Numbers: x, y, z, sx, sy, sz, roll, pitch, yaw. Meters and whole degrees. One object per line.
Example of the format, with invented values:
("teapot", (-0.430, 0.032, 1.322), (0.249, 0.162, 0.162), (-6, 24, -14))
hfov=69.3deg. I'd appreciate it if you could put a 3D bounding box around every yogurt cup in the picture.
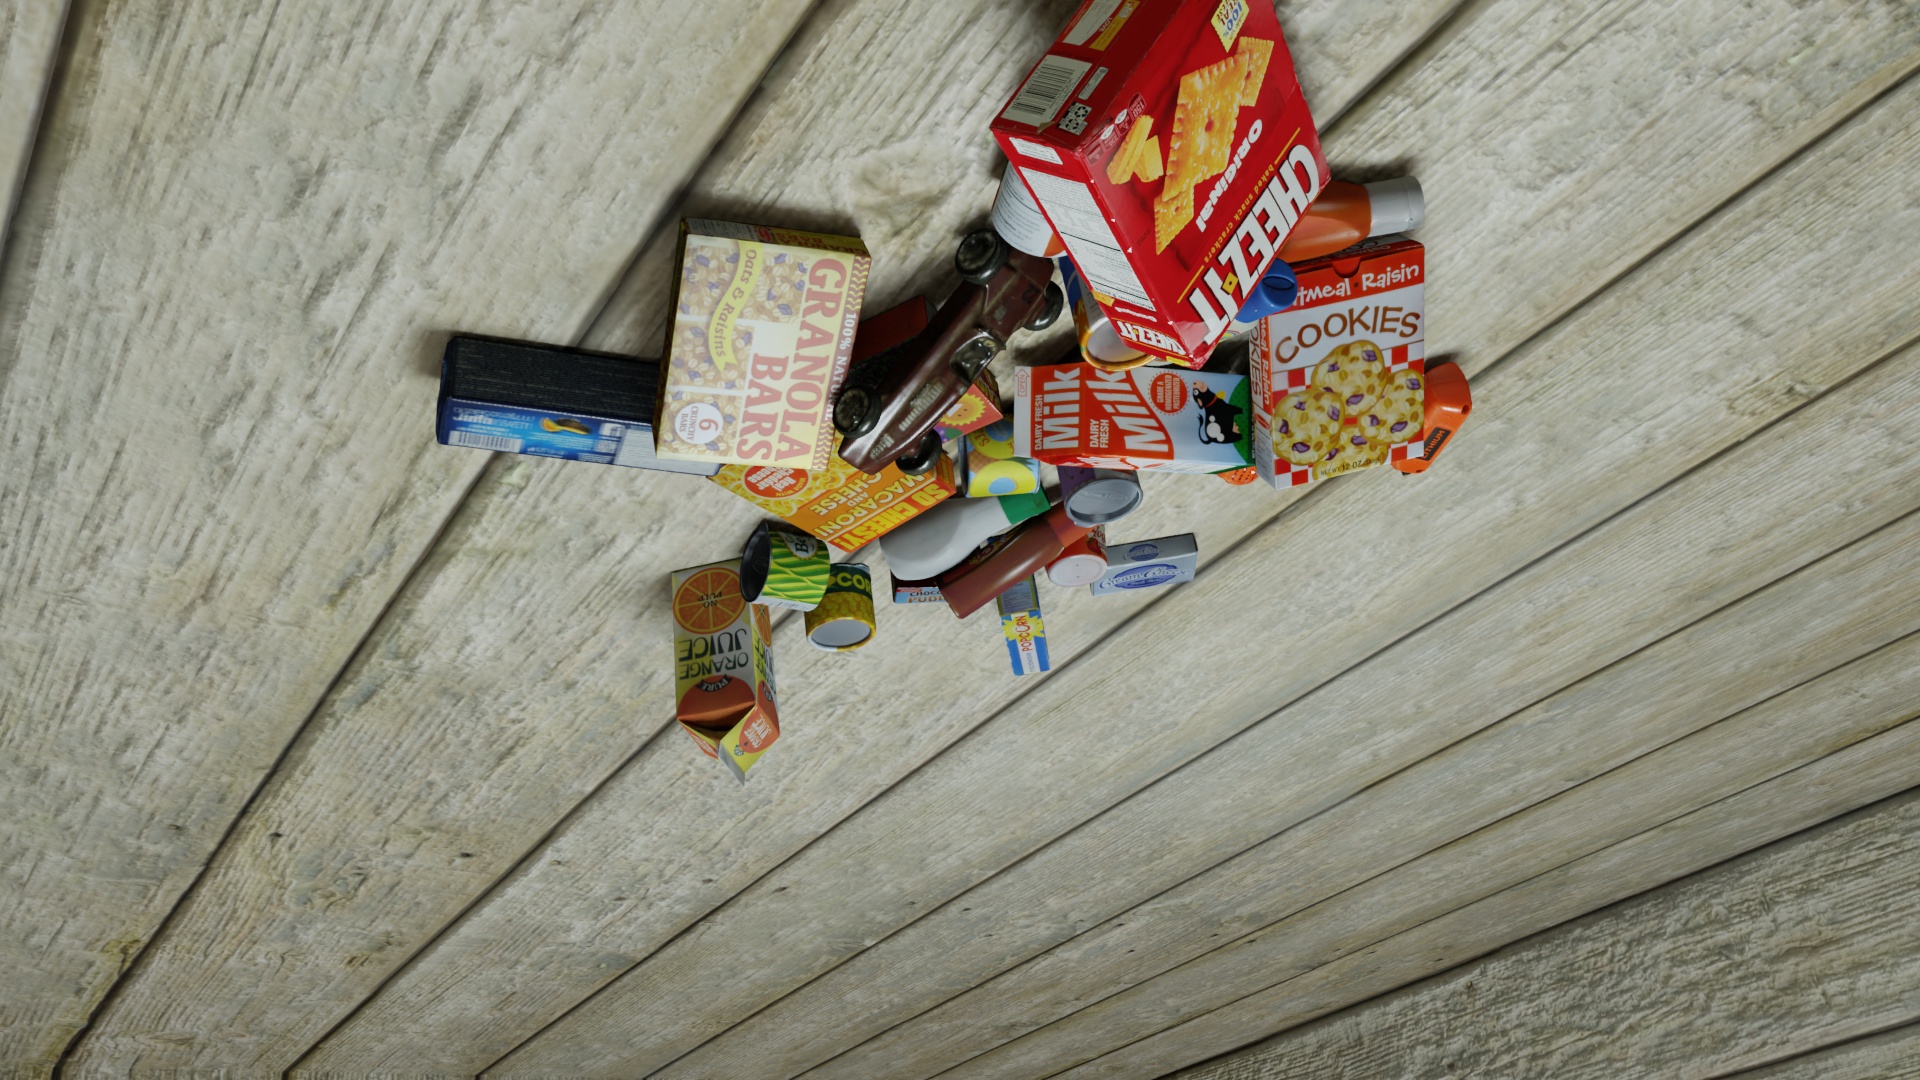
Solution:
("yogurt cup", (0.102, 0.006, 1.260), (0.072, 0.054, 0.072), (-6, 147, -4))

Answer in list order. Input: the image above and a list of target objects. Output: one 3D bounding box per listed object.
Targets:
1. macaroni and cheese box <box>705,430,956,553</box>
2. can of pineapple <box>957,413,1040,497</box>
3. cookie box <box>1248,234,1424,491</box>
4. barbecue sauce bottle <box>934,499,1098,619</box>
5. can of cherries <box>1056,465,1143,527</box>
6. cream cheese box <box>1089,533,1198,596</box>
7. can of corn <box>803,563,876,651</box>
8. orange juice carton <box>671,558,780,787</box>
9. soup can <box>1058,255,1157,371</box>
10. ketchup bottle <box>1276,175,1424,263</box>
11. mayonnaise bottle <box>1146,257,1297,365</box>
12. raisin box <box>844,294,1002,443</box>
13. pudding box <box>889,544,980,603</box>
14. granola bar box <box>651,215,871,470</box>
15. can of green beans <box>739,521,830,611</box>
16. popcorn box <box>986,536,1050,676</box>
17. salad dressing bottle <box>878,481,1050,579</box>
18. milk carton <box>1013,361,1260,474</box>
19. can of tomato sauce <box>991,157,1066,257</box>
("macaroni and cheese box", (-0.103, -0.060, 1.120), (0.123, 0.040, 0.166), (-29, 142, 27))
("can of pineapple", (0.030, -0.070, 1.114), (0.058, 0.071, 0.070), (-5, 147, -7))
("cookie box", (0.278, -0.130, 1.024), (0.123, 0.040, 0.166), (-13, 117, -8))
("barbecue sauce bottle", (0.050, 0.012, 1.212), (0.148, 0.043, 0.065), (-33, -173, 1))
("can of cherries", (0.113, -0.054, 1.167), (0.071, 0.058, 0.071), (-7, 148, -5))
("cream cheese box", (0.174, 0.024, 1.333), (0.104, 0.024, 0.053), (-9, 147, 0))
("can of corn", (-0.111, 0.062, 1.288), (0.071, 0.058, 0.070), (-7, 147, -4))
("orange juice carton", (-0.207, 0.118, 1.225), (0.073, 0.193, 0.071), (-12, 146, 3))
("soup can", (0.108, -0.168, 0.967), (0.071, 0.084, 0.071), (-7, 147, -4))
("ketchup bottle", (0.241, -0.220, 0.956), (0.149, 0.044, 0.064), (-9, 153, 0))
("mayonnaise bottle", (0.175, -0.161, 0.983), (0.065, 0.041, 0.147), (0, 172, -29))
("raisin box", (-0.034, -0.121, 1.045), (0.086, 0.040, 0.123), (-23, 143, 19))
("pudding box", (-0.021, 0.029, 1.268), (0.084, 0.050, 0.030), (-1, 148, -11))
("granola bar box", (-0.138, -0.131, 0.947), (0.124, 0.039, 0.164), (3, 122, -20))
("can of green beans", (-0.154, 0.026, 1.214), (0.058, 0.071, 0.071), (11, 142, -30))
("popcorn box", (0.055, 0.062, 1.304), (0.038, 0.085, 0.126), (-10, 147, 3))
("salad dressing bottle", (0.004, -0.015, 1.200), (0.147, 0.064, 0.044), (-24, 145, 8))
("milk carton", (0.131, -0.094, 1.075), (0.191, 0.072, 0.073), (2, 176, -18))
("can of tomato sauce", (0.062, -0.231, 0.876), (0.071, 0.071, 0.082), (1, 146, -15))
